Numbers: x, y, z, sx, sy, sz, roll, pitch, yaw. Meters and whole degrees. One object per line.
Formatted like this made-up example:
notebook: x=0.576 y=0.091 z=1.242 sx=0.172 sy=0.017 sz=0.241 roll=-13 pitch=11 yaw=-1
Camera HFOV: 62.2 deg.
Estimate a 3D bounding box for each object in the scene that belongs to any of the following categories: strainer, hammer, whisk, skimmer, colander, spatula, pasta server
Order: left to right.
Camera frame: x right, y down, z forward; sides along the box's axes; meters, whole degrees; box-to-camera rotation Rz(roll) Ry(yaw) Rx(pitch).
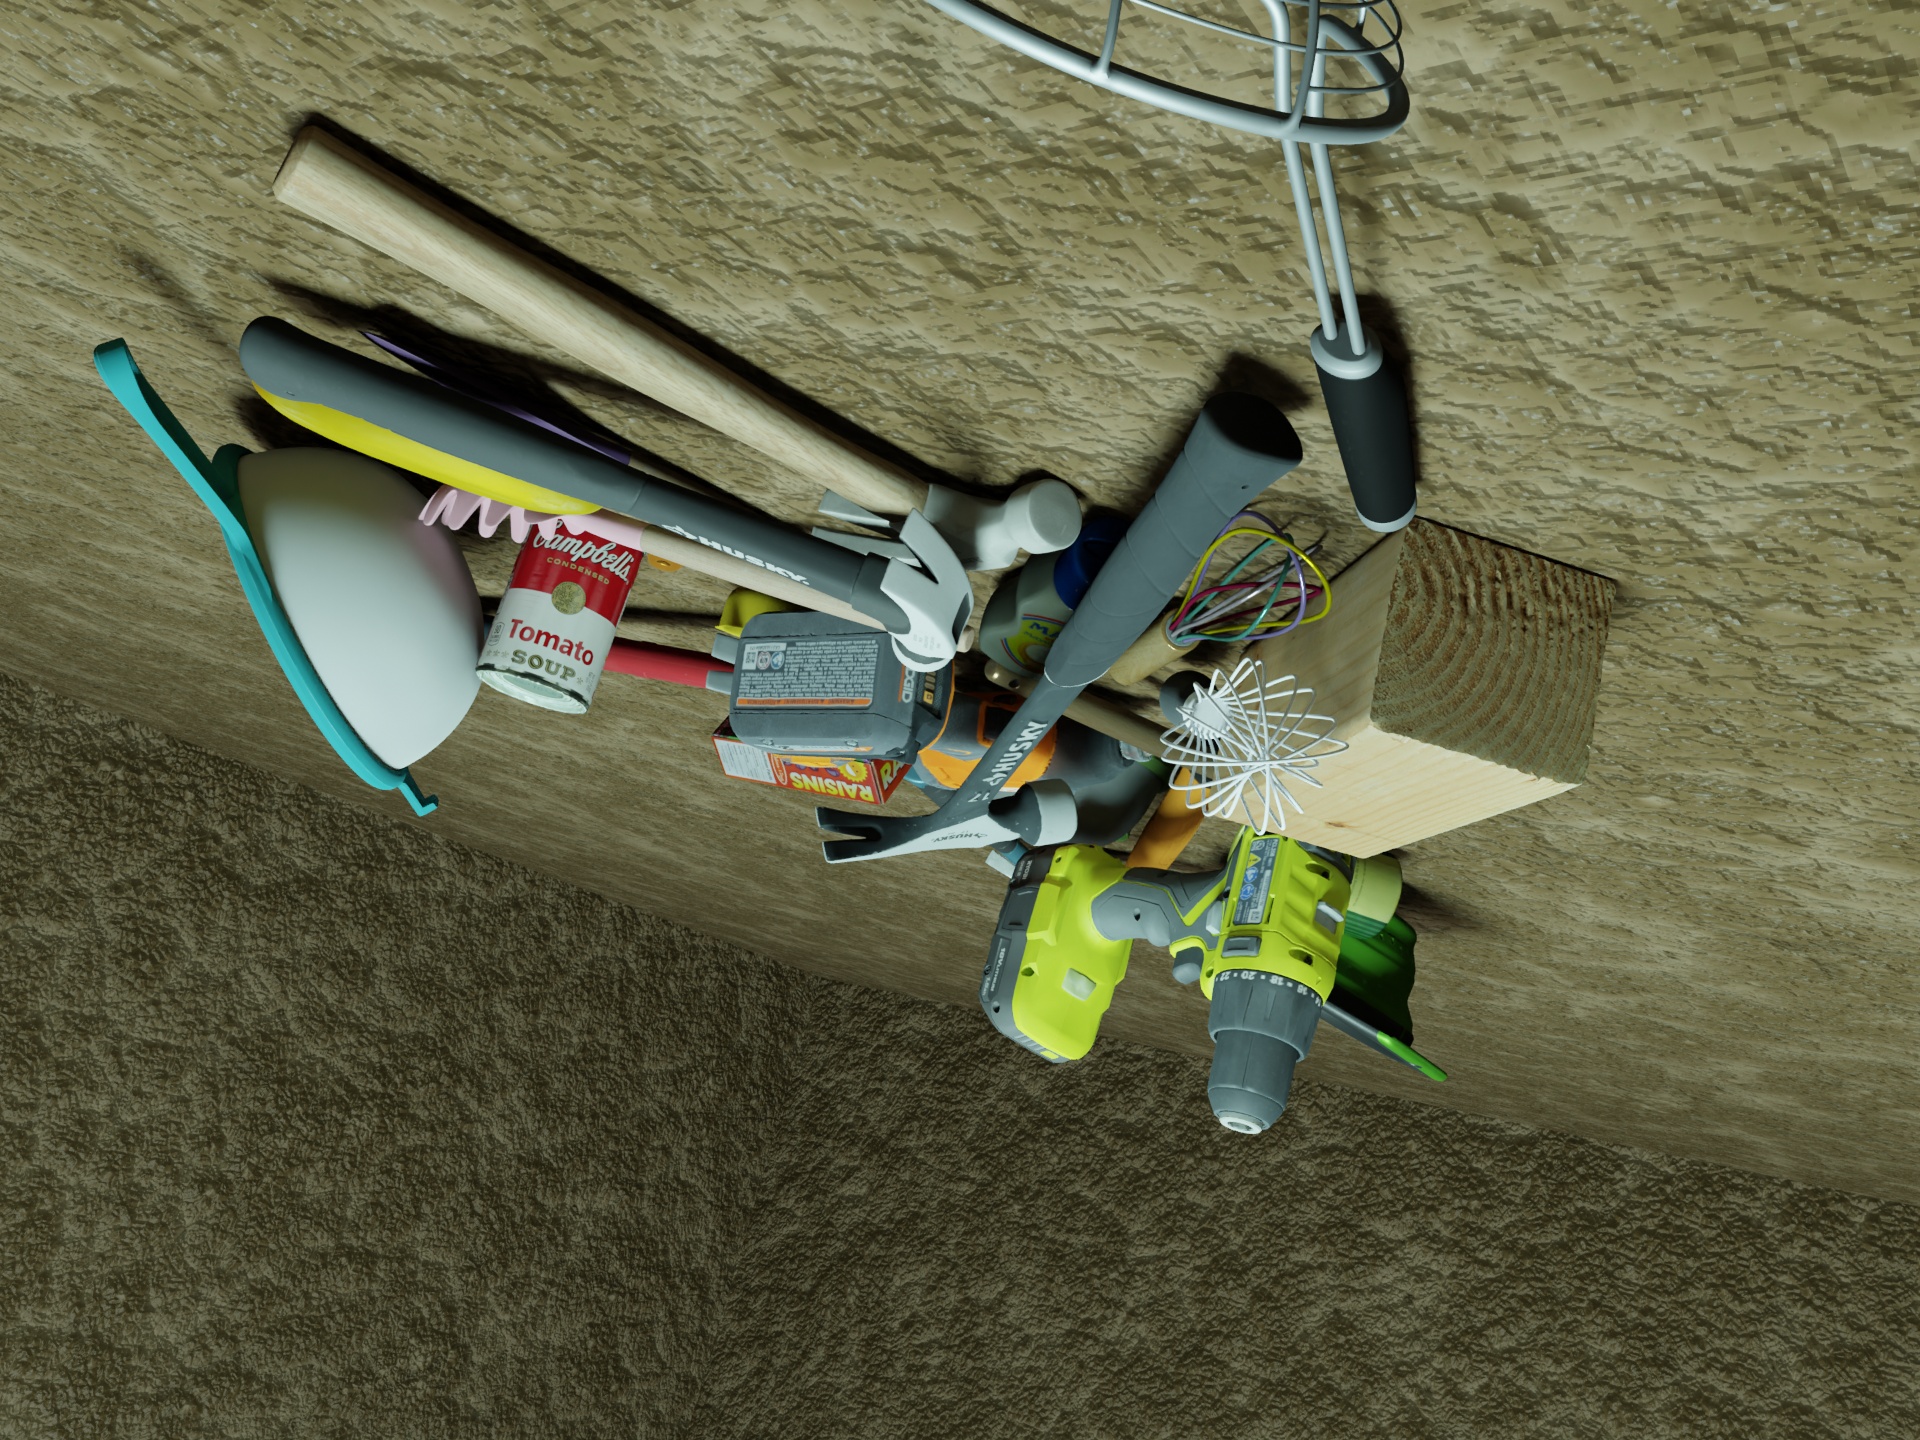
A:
strainer: x=-0.332 y=-0.101 z=0.849 sx=0.095 sy=0.211 sz=0.340 roll=-23 pitch=156 yaw=-9
hammer: x=-0.244 y=-0.048 z=1.047 sx=0.386 sy=0.038 sz=0.143 roll=10 pitch=177 yaw=35
hammer: x=-0.153 y=-0.105 z=0.693 sx=0.335 sy=0.035 sz=0.146 roll=21 pitch=170 yaw=1
spatula: x=-0.146 y=-0.116 z=0.789 sx=0.315 sy=0.018 sz=0.060 roll=25 pitch=-179 yaw=-33
hammer: x=-0.112 y=-0.138 z=0.648 sx=0.331 sy=0.031 sz=0.130 roll=25 pitch=162 yaw=-31
pasta server: x=-0.141 y=-0.080 z=0.822 sx=0.316 sy=0.040 sz=0.060 roll=18 pitch=-175 yaw=17
hammer: x=0.031 y=0.095 z=1.313 sx=0.128 sy=0.033 sz=0.330 roll=29 pitch=171 yaw=36
hammer: x=0.041 y=-0.018 z=0.709 sx=0.149 sy=0.036 sz=0.408 roll=-7 pitch=158 yaw=-20
strainer: x=0.081 y=0.066 z=1.127 sx=0.151 sy=0.069 sz=0.256 roll=10 pitch=163 yaw=21
hammer: x=0.120 y=0.104 z=1.095 sx=0.034 sy=0.127 sz=0.336 roll=57 pitch=157 yaw=19
whisk: x=0.113 y=-0.044 z=0.744 sx=0.047 sy=0.051 sz=0.245 roll=12 pitch=169 yaw=-8
whisk: x=0.116 y=0.000 z=0.710 sx=0.070 sy=0.070 sz=0.284 roll=16 pitch=-174 yaw=0
skimmer: x=0.076 y=-0.111 z=0.432 sx=0.127 sy=0.090 sz=0.363 roll=45 pitch=-178 yaw=26
colander: x=0.231 y=0.149 z=1.283 sx=0.397 sy=0.094 sz=0.204 roll=27 pitch=174 yaw=46

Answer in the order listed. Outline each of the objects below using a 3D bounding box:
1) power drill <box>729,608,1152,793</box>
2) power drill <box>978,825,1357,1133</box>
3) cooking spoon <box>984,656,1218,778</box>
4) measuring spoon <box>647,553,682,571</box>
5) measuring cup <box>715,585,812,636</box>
power drill: x=-0.001 y=-0.003 z=0.907 sx=0.164 sy=0.084 sz=0.226 roll=0 pitch=169 yaw=36
power drill: x=0.120 y=0.142 z=0.928 sx=0.080 sy=0.191 sz=0.228 roll=35 pitch=150 yaw=-31
cooking spoon: x=0.138 y=0.023 z=0.914 sx=0.318 sy=0.017 sz=0.068 roll=23 pitch=121 yaw=-33
measuring spoon: x=-0.161 y=-0.100 z=0.892 sx=0.021 sy=0.011 sz=0.117 roll=17 pitch=169 yaw=-14
measuring cup: x=-0.109 y=-0.058 z=0.978 sx=0.062 sy=0.029 sz=0.156 roll=12 pitch=177 yaw=3
